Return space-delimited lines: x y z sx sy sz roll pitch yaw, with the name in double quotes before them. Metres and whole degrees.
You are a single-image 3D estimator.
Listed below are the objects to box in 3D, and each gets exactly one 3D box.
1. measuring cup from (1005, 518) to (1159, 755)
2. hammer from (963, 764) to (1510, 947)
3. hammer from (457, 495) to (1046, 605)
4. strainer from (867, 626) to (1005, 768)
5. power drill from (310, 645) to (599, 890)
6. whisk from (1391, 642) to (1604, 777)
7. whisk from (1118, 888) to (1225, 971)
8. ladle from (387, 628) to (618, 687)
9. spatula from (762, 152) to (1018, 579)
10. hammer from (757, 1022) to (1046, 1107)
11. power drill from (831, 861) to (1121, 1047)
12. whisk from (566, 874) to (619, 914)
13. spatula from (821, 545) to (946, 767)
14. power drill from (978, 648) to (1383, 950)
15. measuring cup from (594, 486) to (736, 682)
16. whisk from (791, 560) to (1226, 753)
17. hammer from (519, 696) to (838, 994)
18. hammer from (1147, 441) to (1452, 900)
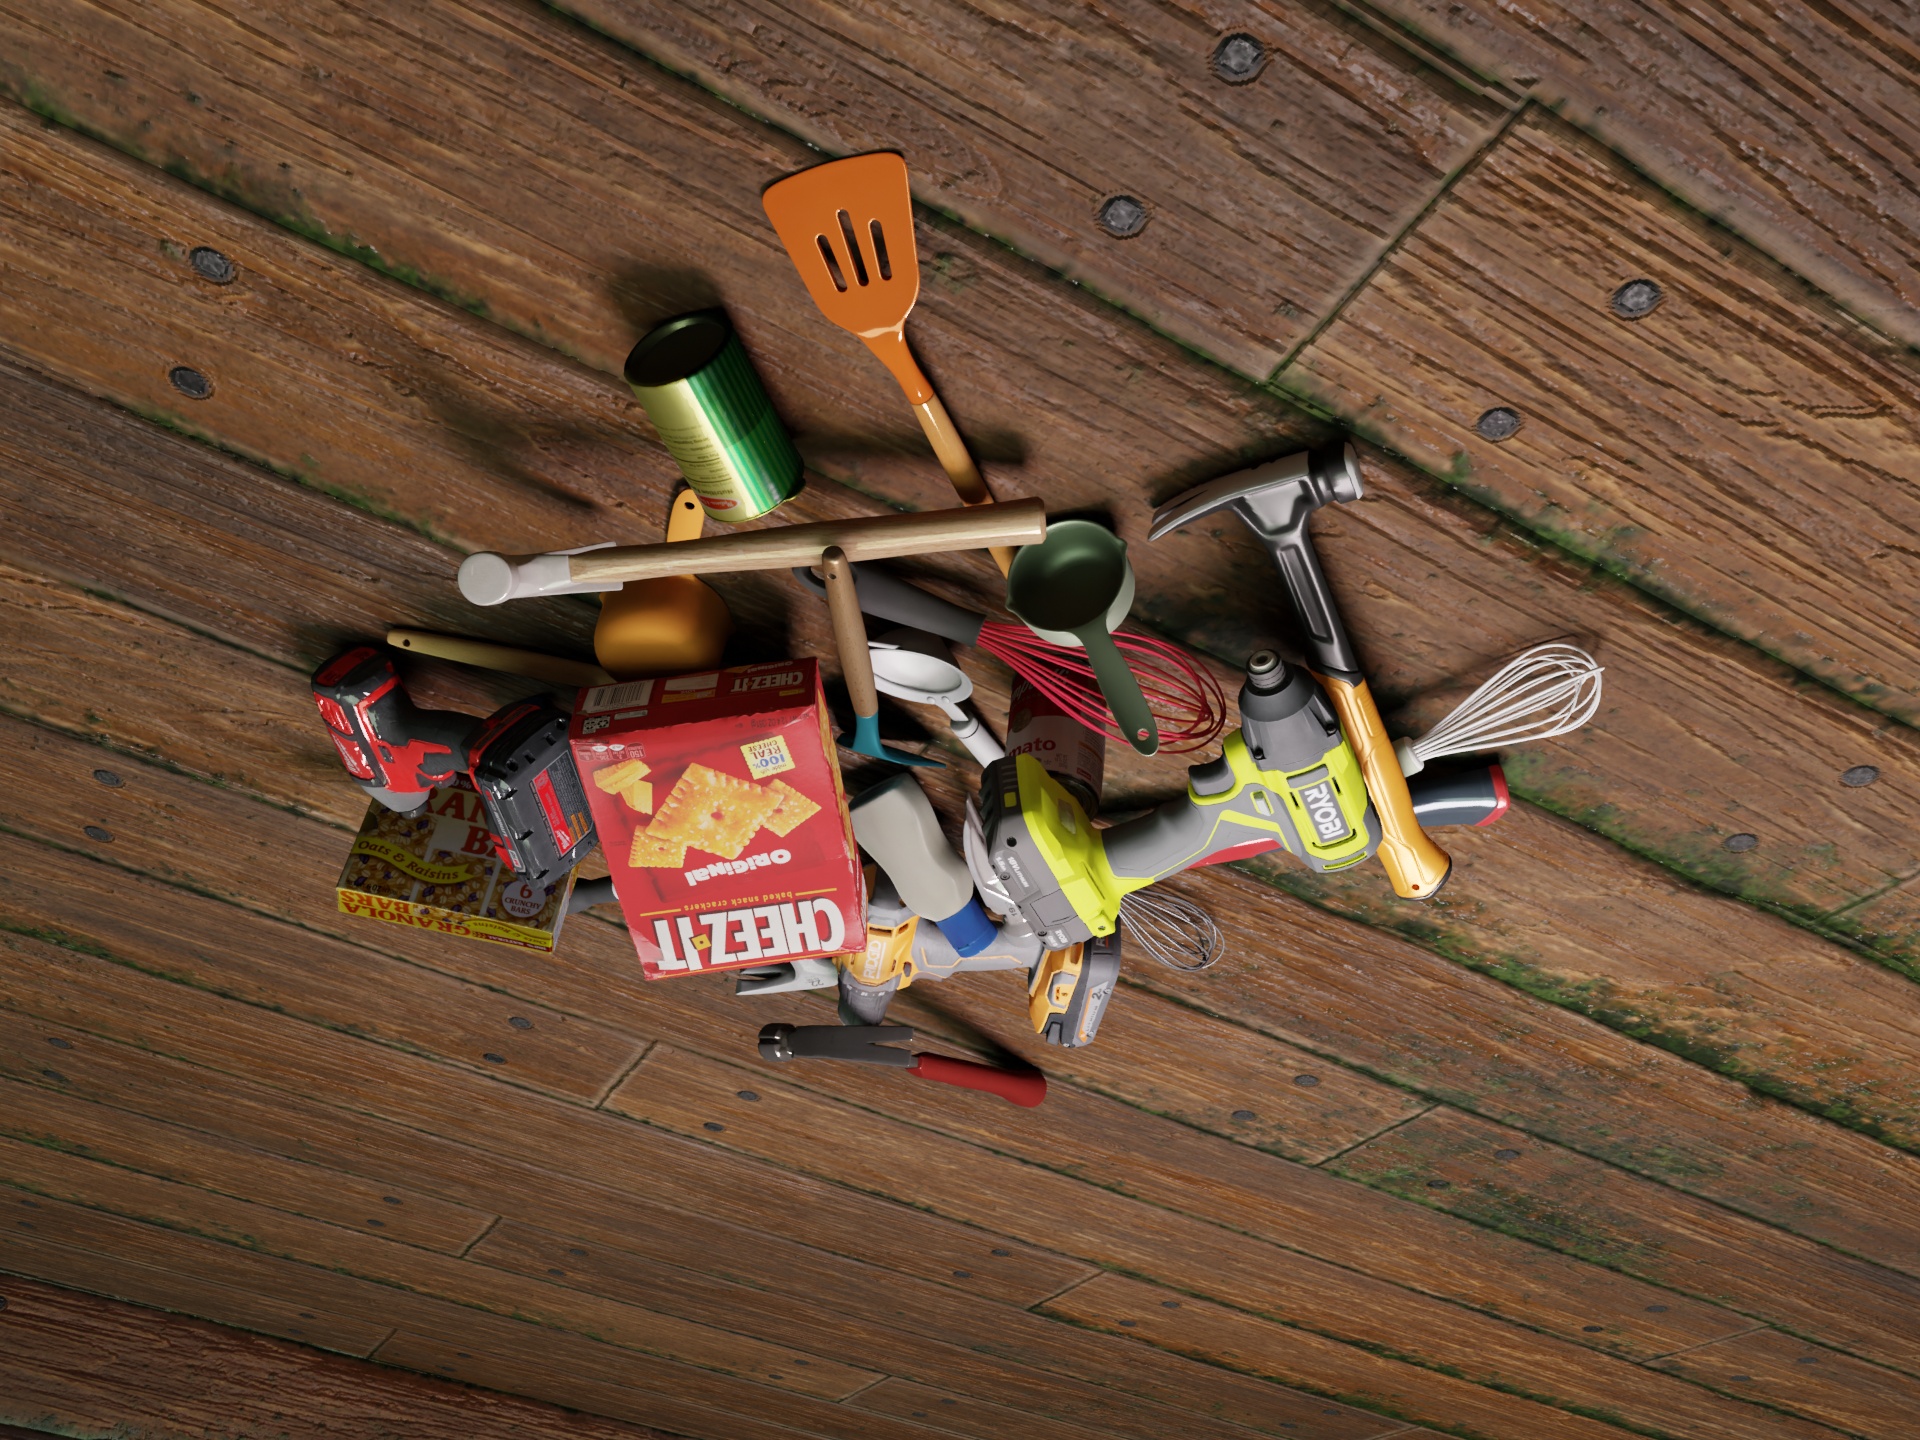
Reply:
"measuring cup" 0.085 -0.045 0.956 0.083 0.168 0.038 -28 153 10
"hammer" 0.195 0.075 1.154 0.386 0.038 0.143 -13 128 15
"hammer" -0.115 -0.101 0.941 0.331 0.130 0.031 -6 97 3
"strainer" -0.002 -0.004 1.115 0.087 0.050 0.258 1 149 31
"power drill" -0.359 0.035 1.133 0.220 0.078 0.143 17 135 29
"whisk" 0.308 0.018 1.057 0.246 0.058 0.059 -29 168 25
"whisk" 0.119 0.132 1.259 0.238 0.055 0.055 35 134 -23
"ladle" -0.252 -0.027 1.134 0.315 0.031 0.069 12 110 -1
"spatula" -0.012 -0.177 0.917 0.081 0.041 0.322 -10 142 19
"hammer" -0.013 0.307 1.407 0.149 0.037 0.358 -5 160 32
"power drill" 0.005 0.210 1.325 0.226 0.084 0.185 10 132 -4
"whisk" -0.237 0.126 1.242 0.284 0.070 0.070 -13 138 34
"spatula" -0.061 -0.030 1.022 0.082 0.044 0.317 18 156 11
"power drill" 0.131 0.049 0.980 0.223 0.080 0.171 -21 130 14
"measuring cup" -0.191 -0.078 1.041 0.095 0.052 0.173 15 143 -9
"whisk" 0.031 -0.051 1.020 0.296 0.073 0.073 21 141 0
"hammer" -0.227 0.116 1.302 0.144 0.035 0.405 -16 135 27
"hammer" 0.235 -0.013 1.004 0.127 0.034 0.336 -15 122 24
